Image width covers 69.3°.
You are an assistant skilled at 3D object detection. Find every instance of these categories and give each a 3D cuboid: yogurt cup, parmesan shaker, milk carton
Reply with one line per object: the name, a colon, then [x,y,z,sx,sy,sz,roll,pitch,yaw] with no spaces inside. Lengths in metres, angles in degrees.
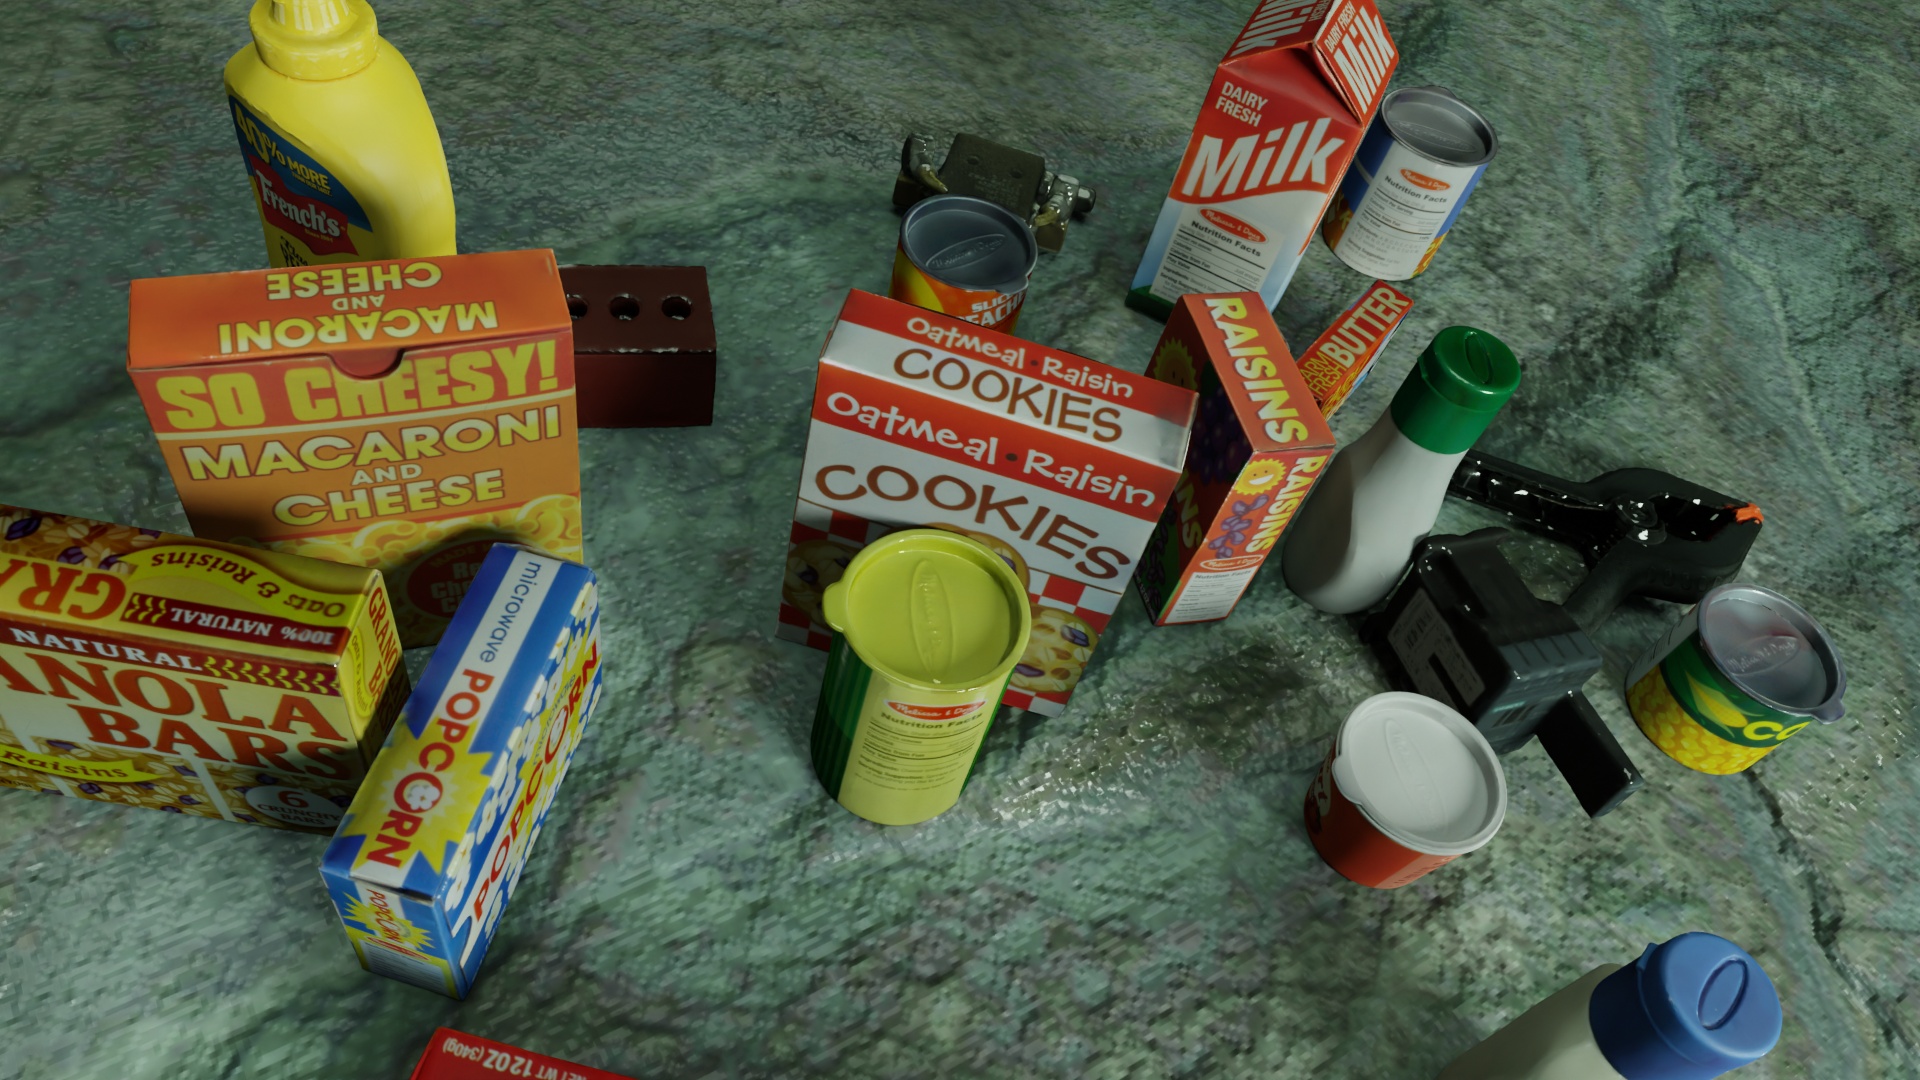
yogurt cup: [0.171,0.101,0.546,0.072,0.053,0.073,7,53,-9]
parmesan shaker: [-0.021,0.052,0.506,0.071,0.102,0.071,7,53,-9]
milk carton: [0.149,-0.187,0.672,0.073,0.189,0.073,27,52,7]

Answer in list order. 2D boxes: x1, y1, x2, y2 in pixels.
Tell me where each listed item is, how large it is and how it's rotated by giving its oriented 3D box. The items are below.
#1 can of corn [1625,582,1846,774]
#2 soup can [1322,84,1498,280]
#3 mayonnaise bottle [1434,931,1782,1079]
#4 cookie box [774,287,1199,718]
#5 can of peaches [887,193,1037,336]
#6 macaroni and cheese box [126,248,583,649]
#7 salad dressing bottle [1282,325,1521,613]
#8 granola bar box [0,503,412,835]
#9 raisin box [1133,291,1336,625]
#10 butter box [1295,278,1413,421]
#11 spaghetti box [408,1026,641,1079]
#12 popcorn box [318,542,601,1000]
can of corn: [0.341,0.064,0.613,0.071,0.058,0.071,7,53,-9]
soup can: [0.248,-0.198,0.772,0.071,0.083,0.072,7,53,-9]
mayonnaise bottle: [0.197,0.169,0.442,0.041,0.147,0.065,42,56,18]
cookie box: [0.002,-0.006,0.515,0.123,0.166,0.040,17,52,-1]
can of peaches: [0.000,-0.122,0.671,0.071,0.057,0.071,7,53,-9]
macaroni and cheese box: [-0.196,-0.022,0.479,0.124,0.165,0.040,-9,57,-20]
salad dressing bottle: [0.183,-0.026,0.586,0.044,0.146,0.064,8,52,-7]
granola bar box: [-0.265,0.043,0.440,0.166,0.123,0.039,10,52,-6]
raisin box: [0.104,-0.032,0.587,0.040,0.122,0.086,-5,55,-17]
butter box: [0.183,-0.083,0.689,0.024,0.052,0.104,37,54,15]
spaghetti box: [-0.043,0.200,0.423,0.250,0.050,0.029,16,52,-2]
popcorn box: [-0.161,0.076,0.466,0.038,0.084,0.127,16,52,-1]
